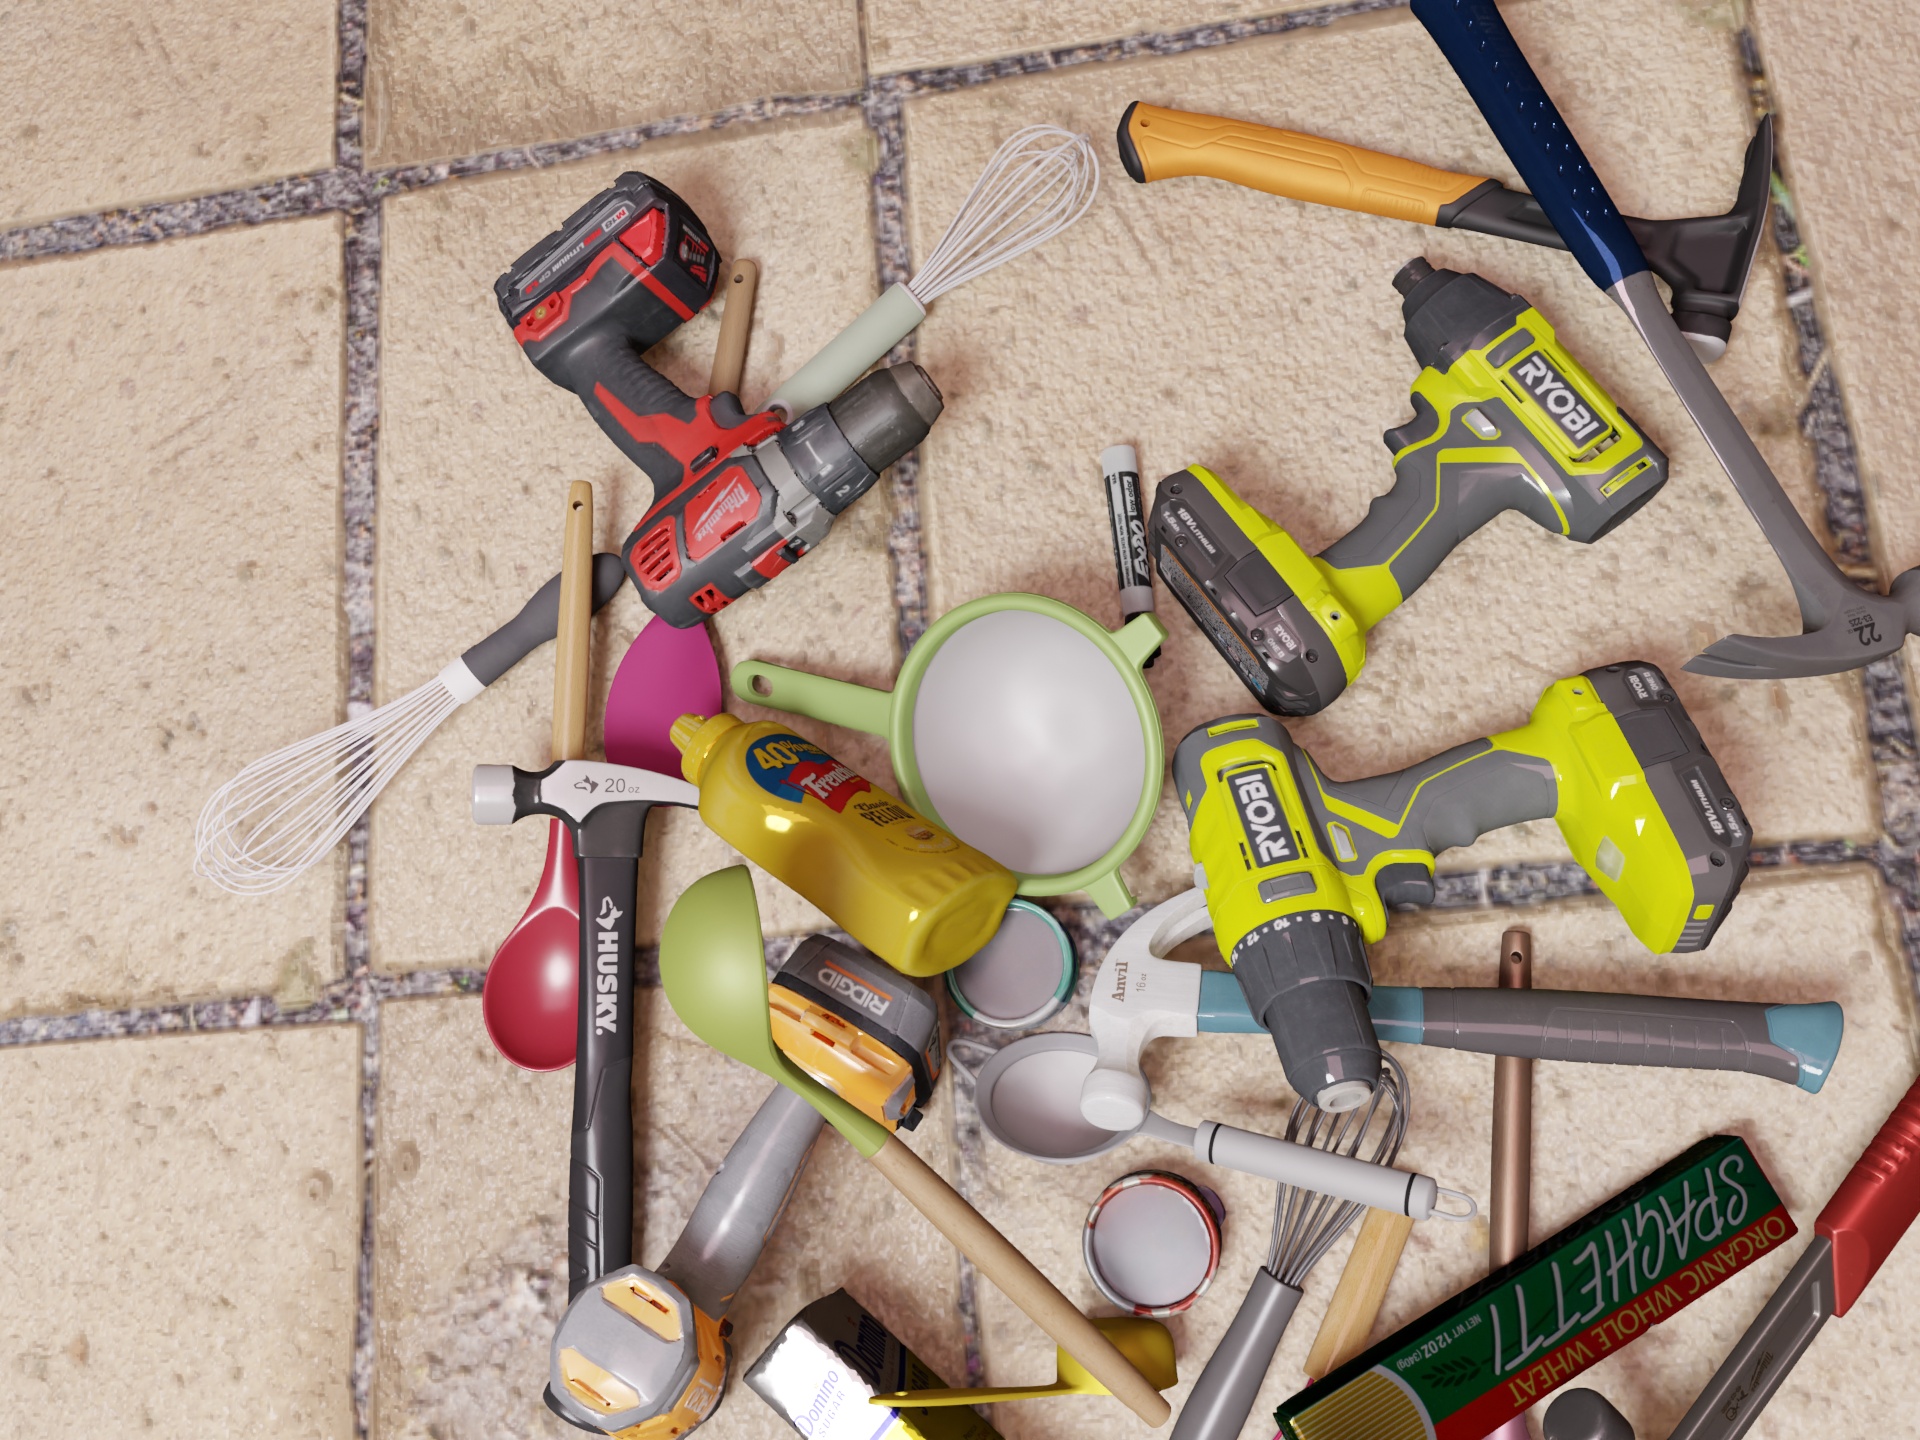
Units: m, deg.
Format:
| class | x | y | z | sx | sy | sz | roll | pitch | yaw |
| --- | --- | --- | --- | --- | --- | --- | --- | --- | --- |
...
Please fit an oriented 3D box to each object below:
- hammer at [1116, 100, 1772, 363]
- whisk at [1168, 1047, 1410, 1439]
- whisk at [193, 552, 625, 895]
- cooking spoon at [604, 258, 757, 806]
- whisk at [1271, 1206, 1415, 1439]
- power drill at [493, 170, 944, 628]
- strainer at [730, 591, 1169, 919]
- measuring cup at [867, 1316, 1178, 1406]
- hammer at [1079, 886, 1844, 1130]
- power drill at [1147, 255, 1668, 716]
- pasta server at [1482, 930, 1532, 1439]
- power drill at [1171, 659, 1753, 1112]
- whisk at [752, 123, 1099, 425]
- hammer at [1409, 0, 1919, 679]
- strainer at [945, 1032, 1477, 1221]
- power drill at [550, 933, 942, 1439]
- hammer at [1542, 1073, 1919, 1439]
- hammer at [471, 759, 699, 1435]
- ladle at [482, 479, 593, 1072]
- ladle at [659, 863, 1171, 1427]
| class | x | y | z | sx | sy | sz | roll | pitch | yaw |
| --- | --- | --- | --- | --- | --- | --- | --- | --- | --- |
| hammer | 0.249 | -0.288 | 0.848 | 0.337 | 0.034 | 0.127 | 17 | 83 | 13 |
| whisk | 0.147 | 0.262 | 0.748 | 0.055 | 0.055 | 0.239 | 26 | 88 | 14 |
| whisk | -0.301 | -0.003 | 0.875 | 0.284 | 0.070 | 0.070 | -38 | 75 | -5 |
| cooking spoon | -0.146 | -0.109 | 0.889 | 0.069 | 0.017 | 0.319 | 5 | 80 | 15 |
| whisk | 0.161 | 0.328 | 0.737 | 0.047 | 0.051 | 0.245 | 27 | 79 | -7 |
| power drill | -0.130 | -0.184 | 0.850 | 0.188 | 0.080 | 0.227 | -35 | 70 | 10 |
| strainer | -0.001 | -0.003 | 0.825 | 0.256 | 0.069 | 0.151 | 13 | 107 | 30 |
| measuring cup | 0.029 | 0.291 | 0.723 | 0.156 | 0.062 | 0.029 | 7 | 74 | -28 |
| hammer | 0.226 | 0.138 | 0.730 | 0.331 | 0.033 | 0.128 | 2 | 47 | 11 |
| power drill | 0.212 | -0.121 | 0.801 | 0.223 | 0.080 | 0.171 | -35 | 74 | -2 |
| pasta server | 0.253 | 0.257 | 0.740 | 0.060 | 0.040 | 0.316 | 4 | 75 | 11 |
| power drill | 0.224 | 0.068 | 0.721 | 0.228 | 0.080 | 0.191 | -13 | 51 | 1 |
| whisk | -0.021 | -0.239 | 0.882 | 0.246 | 0.059 | 0.058 | -41 | 92 | 5 |
| hammer | 0.324 | -0.202 | 0.768 | 0.144 | 0.035 | 0.406 | -19 | 73 | -16 |
| strainer | 0.108 | 0.197 | 0.741 | 0.258 | 0.087 | 0.050 | 8 | 123 | 30 |
| power drill | -0.096 | 0.233 | 0.751 | 0.084 | 0.185 | 0.226 | 27 | 65 | 14 |
| hammer | 0.408 | 0.218 | 0.699 | 0.149 | 0.037 | 0.359 | 44 | 81 | -16 |
| hammer | -0.176 | 0.188 | 0.810 | 0.146 | 0.035 | 0.335 | 1 | 84 | -12 |
| ladle | -0.212 | 0.027 | 0.852 | 0.069 | 0.031 | 0.315 | 2 | 85 | -5 |
| ladle | -0.009 | 0.187 | 0.674 | 0.062 | 0.078 | 0.320 | -45 | 103 | -7 |
